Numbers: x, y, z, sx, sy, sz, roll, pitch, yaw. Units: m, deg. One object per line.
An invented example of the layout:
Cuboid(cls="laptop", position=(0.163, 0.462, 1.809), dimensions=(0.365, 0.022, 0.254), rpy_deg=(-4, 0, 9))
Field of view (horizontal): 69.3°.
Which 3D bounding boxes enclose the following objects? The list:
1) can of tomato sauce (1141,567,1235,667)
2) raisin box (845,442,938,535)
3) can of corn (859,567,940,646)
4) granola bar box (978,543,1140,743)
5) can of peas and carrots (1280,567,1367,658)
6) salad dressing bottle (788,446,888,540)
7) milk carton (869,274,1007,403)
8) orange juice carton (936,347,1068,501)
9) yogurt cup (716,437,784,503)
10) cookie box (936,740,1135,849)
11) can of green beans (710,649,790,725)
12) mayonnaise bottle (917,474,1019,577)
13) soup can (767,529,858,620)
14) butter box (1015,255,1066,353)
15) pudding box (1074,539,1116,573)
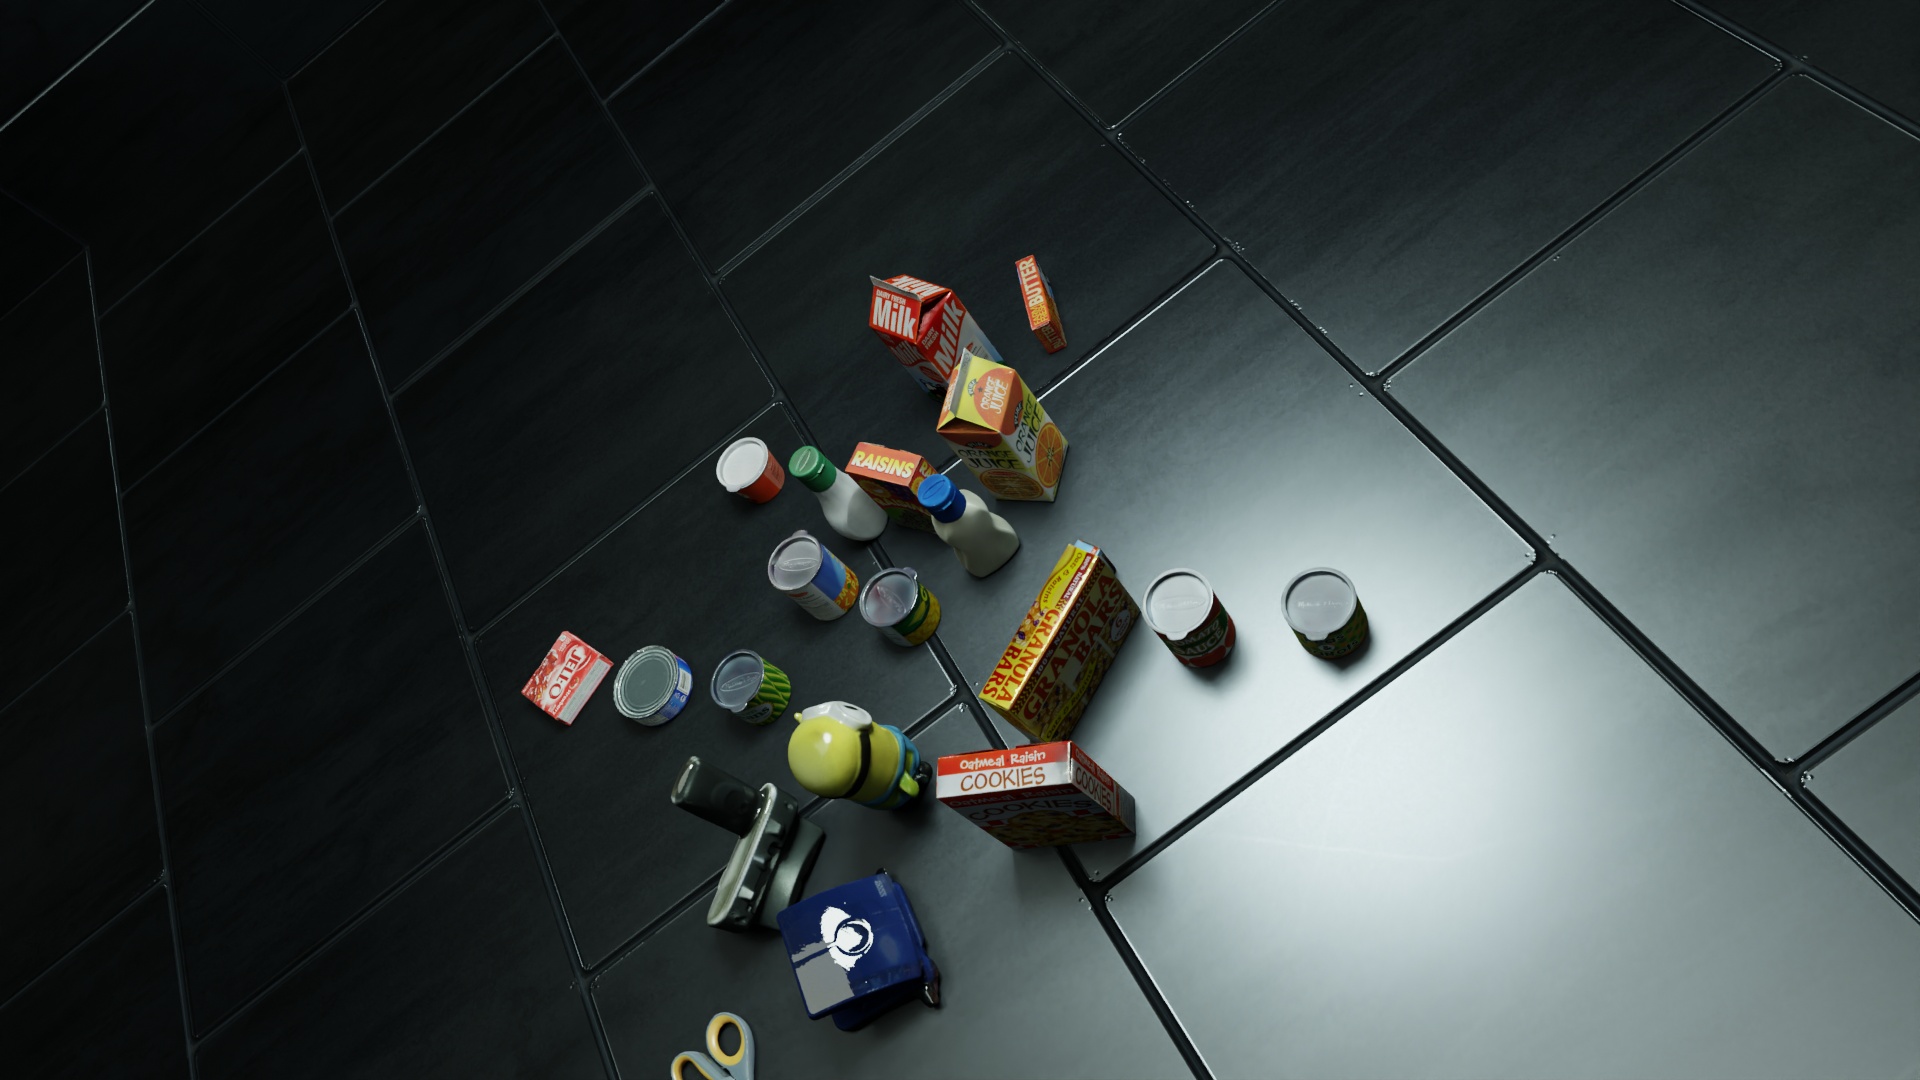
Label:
Cuboid(cls="can of tomato sauce", position=(0.212, 0.074, 1.280), dimensions=(0.071, 0.083, 0.071), rpy_deg=(-13, 59, 21))
Cuboid(cls="raisin box", position=(-0.054, -0.052, 1.464), dimensions=(0.086, 0.123, 0.040), rpy_deg=(15, 72, 33))
Cuboid(cls="can of corn", position=(-0.060, 0.068, 1.440), dimensions=(0.071, 0.058, 0.071), rpy_deg=(-12, 59, 21))
Cuboid(cls="granola bar box", position=(0.097, 0.103, 1.298), dimensions=(0.039, 0.124, 0.166), rpy_deg=(23, 76, 35))
Cuboid(cls="can of peas and carrots", position=(0.326, 0.067, 1.240), dimensions=(0.071, 0.058, 0.071), rpy_deg=(-12, 59, 21))
Cuboid(cls="salad dressing bottle", position=(-0.130, -0.051, 1.488), dimensions=(0.044, 0.147, 0.064), rpy_deg=(17, 73, 34))
Cuboid(cls="milk carton", position=(-0.030, -0.221, 1.504), dimensions=(0.072, 0.190, 0.073), rpy_deg=(26, 78, 36))
Cuboid(cls="orange juice carton", position=(0.037, -0.114, 1.408), dimensions=(0.073, 0.192, 0.072), rpy_deg=(3, 65, 29))
Cuboid(cls="yogurt cup", position=(-0.242, -0.079, 1.620), dimensions=(0.072, 0.054, 0.073), rpy_deg=(-12, 59, 21))
Cuboid(cls="cookie box", position=(0.069, 0.225, 1.217), dimensions=(0.123, 0.167, 0.040), rpy_deg=(-11, 59, 22))
Cuboid(cls="can of green beans", position=(-0.222, 0.157, 1.475), dimensions=(0.071, 0.057, 0.071), rpy_deg=(-12, 59, 21))
Cuboid(cls="mayonnaise bottle", position=(0.005, -0.018, 1.398), dimensions=(0.065, 0.147, 0.041), rpy_deg=(-40, 53, 3))
Cuboid(cls="soup can", position=(-0.156, 0.038, 1.491), dimensions=(0.071, 0.083, 0.071), rpy_deg=(-13, 59, 21))
Cuboid(cls="butter box", position=(0.090, -0.264, 1.552), dimensions=(0.024, 0.053, 0.104), rpy_deg=(-22, 56, 16))
Cuboid(cls="pudding box", position=(0.115, 0.047, 1.367), dimensions=(0.030, 0.049, 0.084), rpy_deg=(23, 76, 35))
